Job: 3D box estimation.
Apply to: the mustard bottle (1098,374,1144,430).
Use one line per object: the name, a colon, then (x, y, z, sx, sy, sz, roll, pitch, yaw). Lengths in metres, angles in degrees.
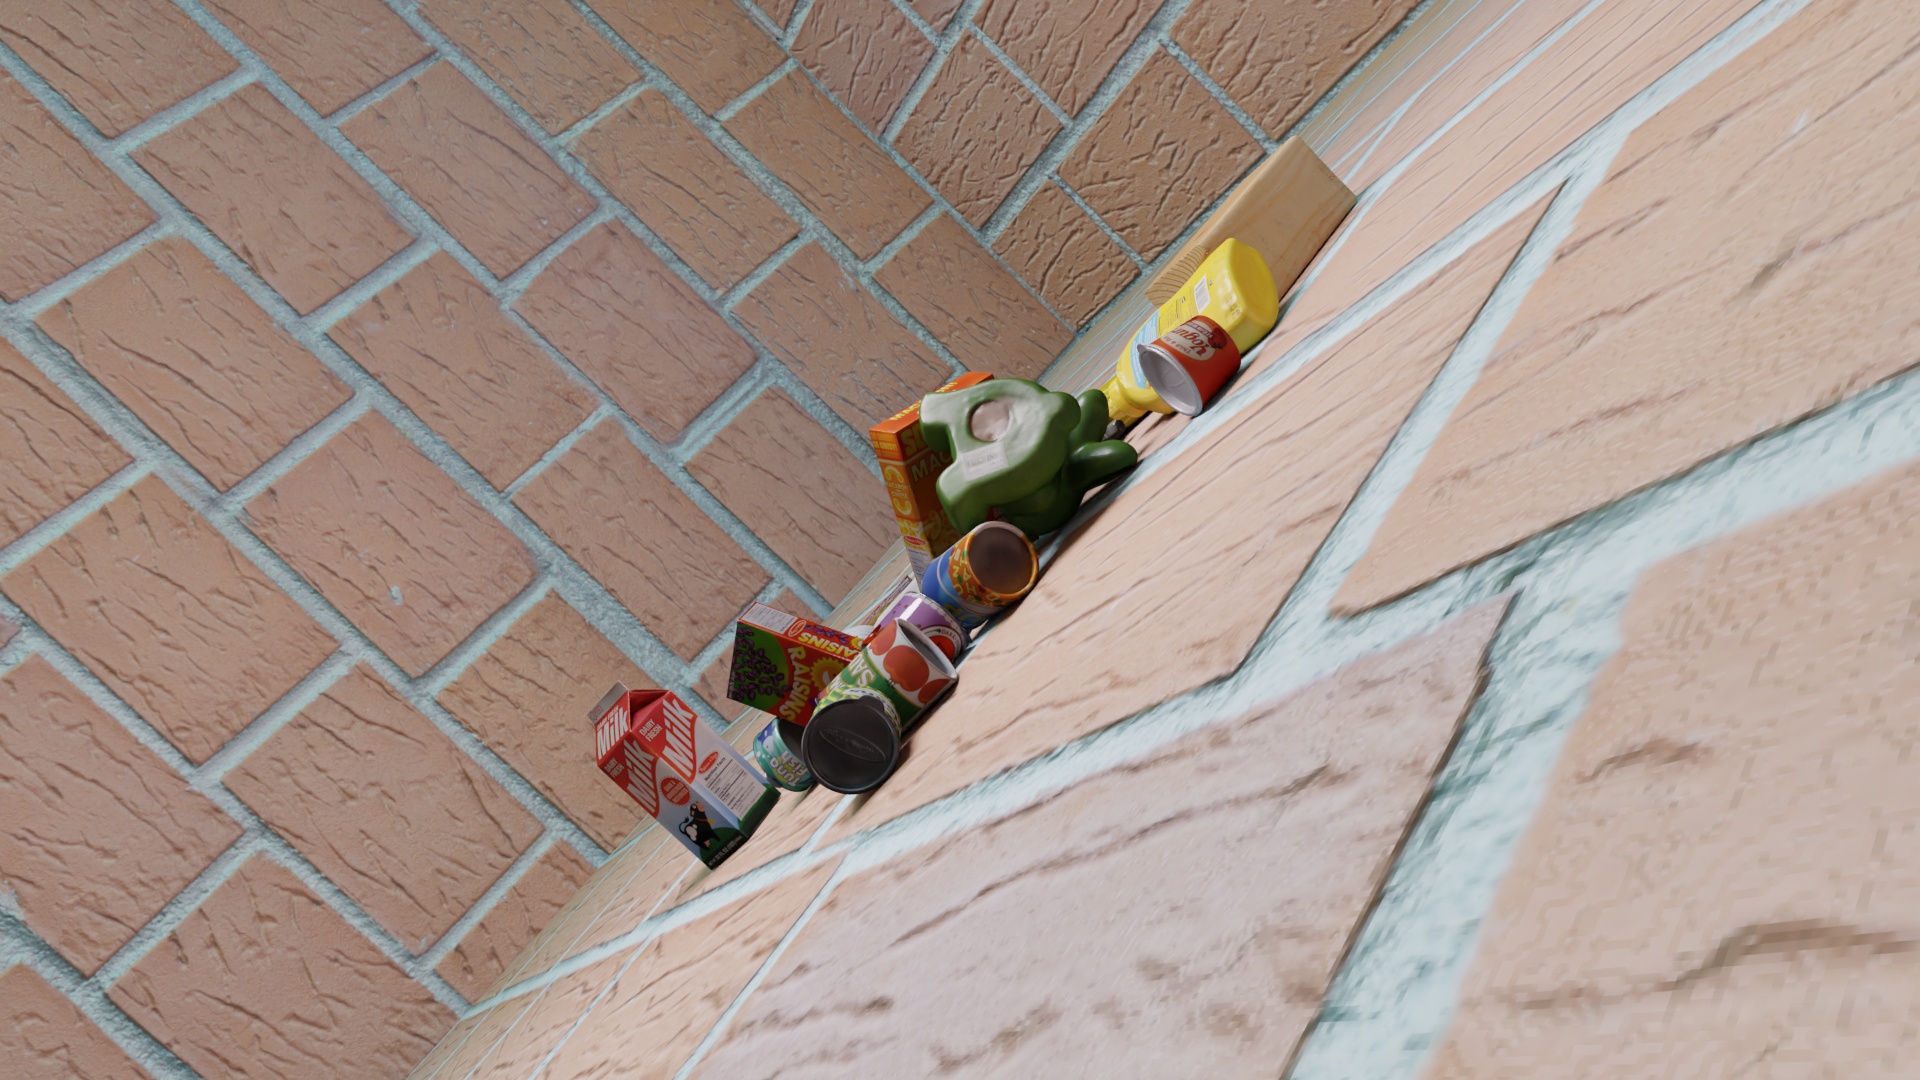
mustard bottle: (0.162, -0.138, 1.361, 0.065, 0.049, 0.159, -49, 6, -37)

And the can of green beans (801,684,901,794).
can of green beans: (-0.074, 0.137, 0.967, 0.071, 0.071, 0.058, -46, 4, 3)

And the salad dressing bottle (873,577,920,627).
salad dressing bottle: (-0.068, 0.094, 1.468, 0.147, 0.044, 0.064, -47, 15, 8)

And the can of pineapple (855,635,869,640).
can of pineapple: (-0.091, 0.124, 1.260, 0.071, 0.071, 0.058, -46, 4, 3)

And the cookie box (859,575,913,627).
cookie box: (-0.087, 0.104, 1.581, 0.123, 0.040, 0.167, -46, 5, 1)

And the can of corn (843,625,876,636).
can of corn: (-0.097, 0.123, 1.347, 0.071, 0.071, 0.058, -45, 3, 12)

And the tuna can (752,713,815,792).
tuna can: (-0.147, 0.186, 1.220, 0.032, 0.071, 0.071, -44, 4, 22)

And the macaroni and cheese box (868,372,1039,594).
macaroni and cheese box: (-0.004, -0.048, 1.221, 0.124, 0.165, 0.040, -34, 29, -34)

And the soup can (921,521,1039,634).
soup can: (0.016, 0.031, 1.105, 0.072, 0.071, 0.083, -49, 6, -33)

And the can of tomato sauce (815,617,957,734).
can of tomato sauce: (-0.055, 0.107, 1.028, 0.083, 0.071, 0.071, -45, 4, 7)

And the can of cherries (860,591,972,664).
can of cherries: (-0.035, 0.084, 1.100, 0.058, 0.071, 0.071, -48, 4, -23)

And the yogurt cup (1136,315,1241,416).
yogurt cup: (0.181, -0.139, 1.083, 0.054, 0.072, 0.072, -39, 3, -11)

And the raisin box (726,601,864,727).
raisin box: (-0.135, 0.115, 1.203, 0.040, 0.123, 0.085, -50, -25, -60)

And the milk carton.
milk carton: (-0.274, 0.216, 1.332, 0.072, 0.190, 0.074, -44, 5, 34)
